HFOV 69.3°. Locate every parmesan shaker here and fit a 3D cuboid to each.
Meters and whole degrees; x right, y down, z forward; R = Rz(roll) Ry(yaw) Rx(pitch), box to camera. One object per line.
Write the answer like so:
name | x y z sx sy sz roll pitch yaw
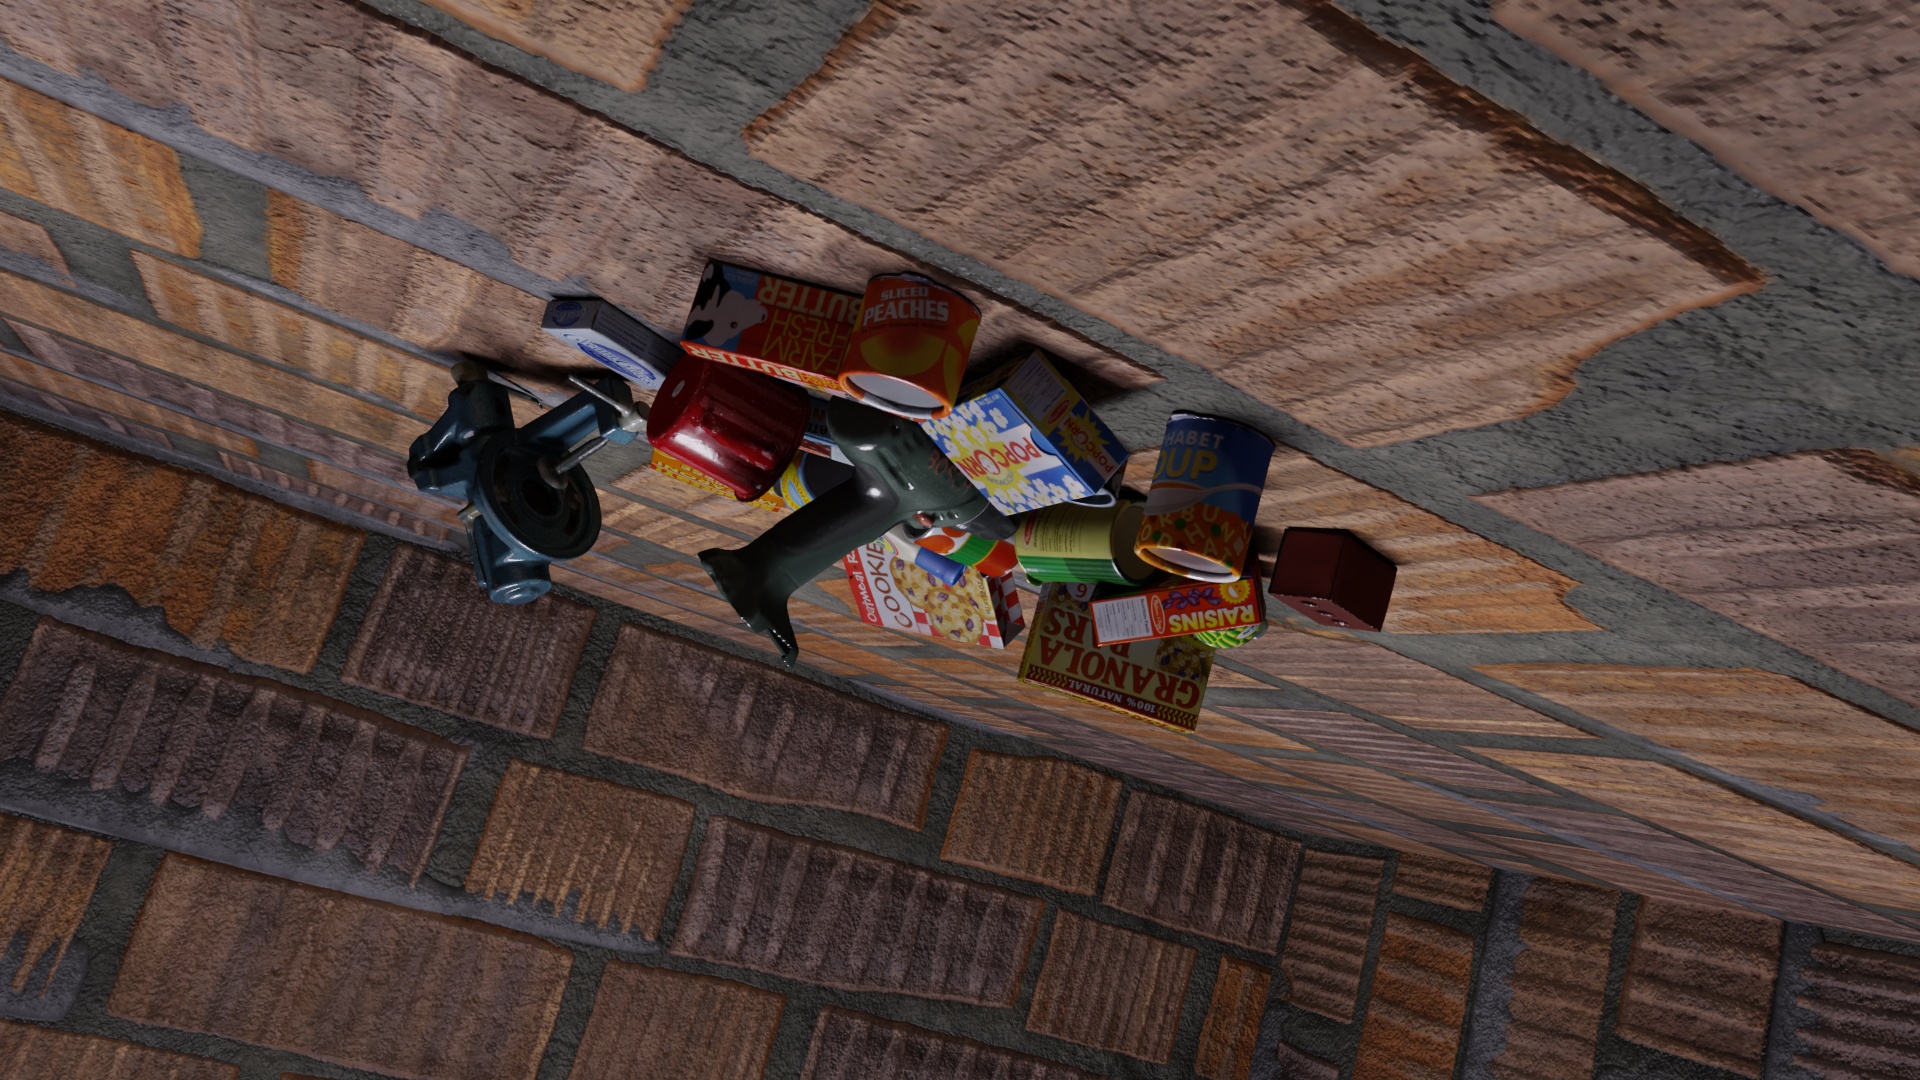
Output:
parmesan shaker | 0.099 0.003 1.048 0.071 0.071 0.103 26 165 -37

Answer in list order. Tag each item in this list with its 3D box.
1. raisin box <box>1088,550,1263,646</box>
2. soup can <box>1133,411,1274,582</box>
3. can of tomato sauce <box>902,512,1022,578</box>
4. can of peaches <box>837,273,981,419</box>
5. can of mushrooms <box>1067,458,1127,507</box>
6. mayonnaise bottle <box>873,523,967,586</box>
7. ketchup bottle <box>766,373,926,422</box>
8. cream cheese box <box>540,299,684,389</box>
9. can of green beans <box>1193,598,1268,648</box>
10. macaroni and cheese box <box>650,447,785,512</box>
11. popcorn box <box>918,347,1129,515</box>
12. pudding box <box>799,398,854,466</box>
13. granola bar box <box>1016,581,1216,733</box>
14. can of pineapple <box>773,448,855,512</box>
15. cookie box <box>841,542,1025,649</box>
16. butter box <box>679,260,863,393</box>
raisin box | 0.164 0.042 1.046 0.123 0.040 0.086 -9 -170 14
soup can | 0.143 -0.025 0.830 0.071 0.084 0.071 16 168 4
can of tomato sauce | 0.004 -0.014 1.107 0.083 0.071 0.071 24 166 -29
can of peaches | -0.029 -0.105 0.759 0.071 0.058 0.071 16 168 3
can of mushrooms | 0.078 -0.049 0.933 0.071 0.033 0.071 16 168 4
mayonnaise bottle | -0.060 -0.015 1.165 0.148 0.041 0.064 32 163 9
ketchup bottle | -0.085 -0.113 0.836 0.149 0.043 0.064 17 174 0
cream cheese box | -0.238 -0.137 0.979 0.053 0.024 0.103 6 165 35
can of green beans | 0.212 0.049 1.120 0.071 0.071 0.057 13 167 18
macaroni and cheese box | -0.198 -0.072 1.185 0.124 0.040 0.166 20 168 -11
popcorn box | 0.036 -0.062 0.842 0.085 0.038 0.126 47 160 -12
pudding box | -0.090 -0.079 1.033 0.084 0.030 0.049 17 169 -2
granola bar box | 0.148 0.093 1.266 0.166 0.124 0.039 18 169 -6
can of pineapple | -0.105 -0.050 1.090 0.071 0.071 0.057 21 166 -19
cookie box | -0.032 0.026 1.243 0.167 0.040 0.122 8 125 37
butter box | -0.104 -0.122 0.796 0.103 0.053 0.024 15 169 8
